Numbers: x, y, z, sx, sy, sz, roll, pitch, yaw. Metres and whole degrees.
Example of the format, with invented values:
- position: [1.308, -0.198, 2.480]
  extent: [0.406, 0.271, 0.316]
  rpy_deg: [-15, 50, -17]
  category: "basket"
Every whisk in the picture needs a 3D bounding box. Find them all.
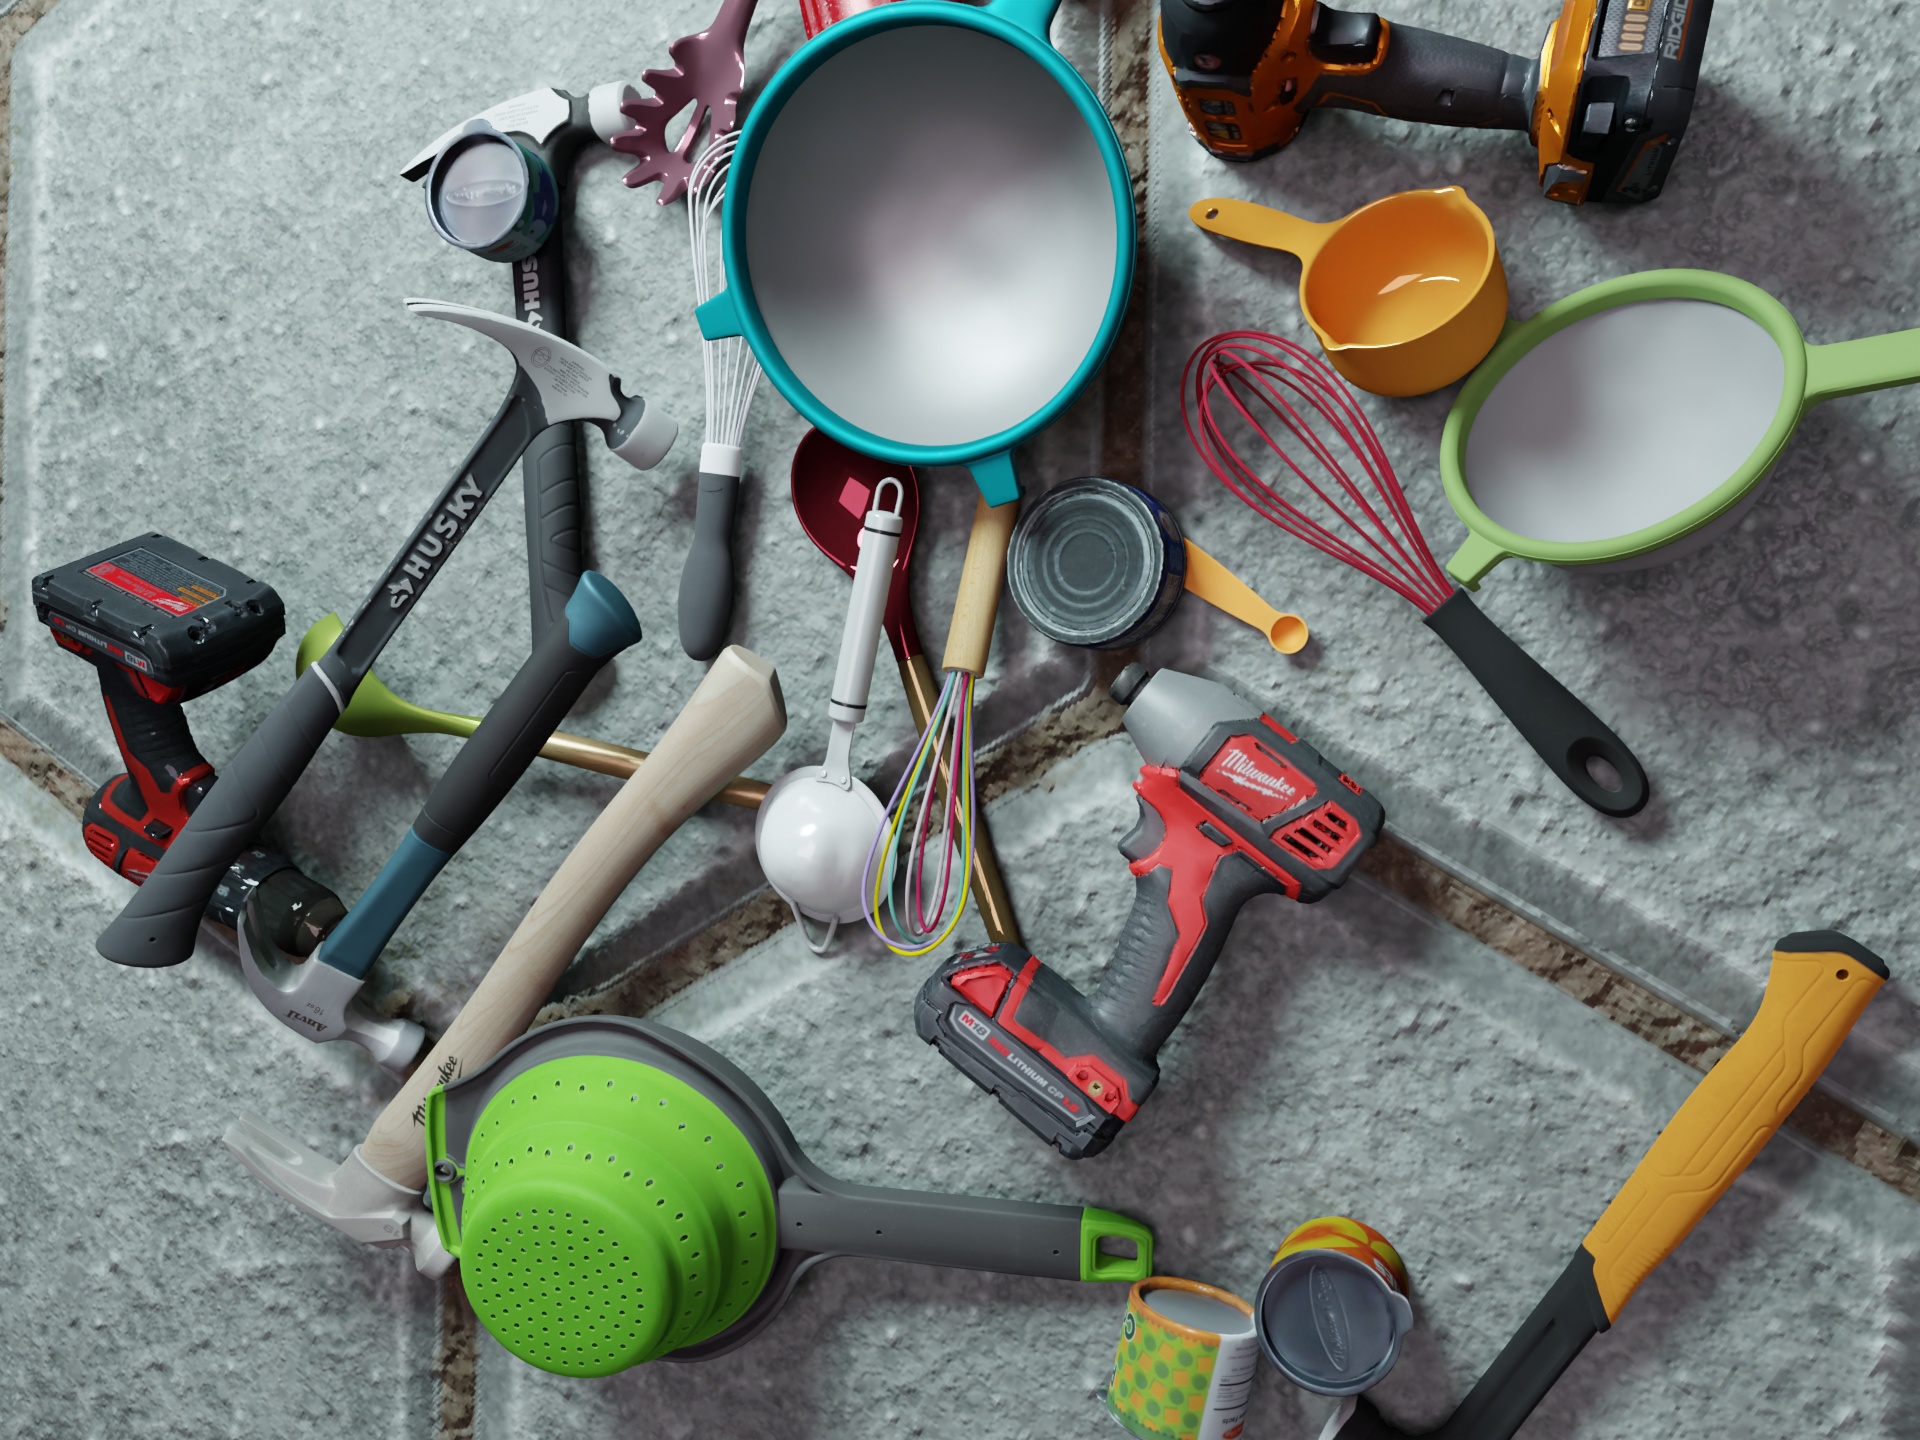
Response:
- position: [0.001, -0.002, 0.797]
  extent: [0.047, 0.051, 0.245]
  rpy_deg: [-9, 66, 60]
  category: "whisk"
- position: [0.211, -0.069, 0.739]
  extent: [0.073, 0.073, 0.296]
  rpy_deg: [-43, 83, 14]
  category: "whisk"
- position: [-0.126, -0.173, 0.858]
  extent: [0.070, 0.070, 0.284]
  rpy_deg: [10, 97, 19]
  category: "whisk"

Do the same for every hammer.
- position: [0.305, 0.241, 0.712]
  extent: [0.127, 0.034, 0.337]
  rpy_deg: [35, 100, 17]
  category: "hammer"
- position: [-0.241, -0.186, 0.906]
  extent: [0.146, 0.035, 0.335]
  rpy_deg: [-4, 88, 18]
  category: "hammer"
- position: [-0.277, 0.054, 0.865]
  extent: [0.128, 0.033, 0.331]
  rpy_deg: [33, 109, -23]
  category: "hammer"
- position: [-0.236, 0.122, 0.863]
  extent: [0.146, 0.038, 0.410]
  rpy_deg: [35, 103, -11]
  category: "hammer"
- position: [-0.325, -0.035, 0.836]
  extent: [0.409, 0.149, 0.036]
  rpy_deg: [-53, 35, 4]
  category: "hammer"

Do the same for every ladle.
- position: [-0.017, -0.008, 0.831]
  extent: [0.069, 0.031, 0.315]
  rpy_deg: [-20, 85, 16]
  category: "ladle"
- position: [-0.231, 0.003, 0.896]
  extent: [0.320, 0.078, 0.062]
  rpy_deg: [13, 55, 11]
  category: "ladle"

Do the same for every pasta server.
- position: [-0.097, -0.418, 0.825]
  extent: [0.060, 0.040, 0.316]
  rpy_deg: [30, 114, -1]
  category: "pasta server"

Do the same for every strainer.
- position: [0.335, -0.123, 0.663]
  extent: [0.256, 0.069, 0.152]
  rpy_deg: [-7, 57, 36]
  category: "strainer"
- position: [-0.062, 0.002, 0.820]
  extent: [0.087, 0.050, 0.258]
  rpy_deg: [15, 100, 22]
  category: "strainer"
- position: [0.022, -0.289, 0.761]
  extent: [0.211, 0.095, 0.340]
  rpy_deg: [32, 114, 10]
  category: "strainer"

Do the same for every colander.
- position: [-0.105, 0.266, 0.797]
  extent: [0.397, 0.094, 0.204]
  rpy_deg: [2, 106, 11]
  category: "colander"

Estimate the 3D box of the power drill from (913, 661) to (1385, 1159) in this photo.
- position: [0.082, 0.085, 0.762]
  extent: [0.143, 0.078, 0.219]
  rpy_deg: [39, 96, 6]
  category: "power drill"

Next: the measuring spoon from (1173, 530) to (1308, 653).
- position: [0.125, -0.070, 0.793]
  extent: [0.117, 0.011, 0.021]
  rpy_deg: [38, 105, 19]
  category: "measuring spoon"

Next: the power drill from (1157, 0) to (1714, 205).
- position: [0.197, -0.290, 0.689]
  extent: [0.226, 0.164, 0.084]
  rpy_deg: [12, 93, 17]
  category: "power drill"

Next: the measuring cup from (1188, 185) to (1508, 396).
- position: [0.180, -0.211, 0.758]
  extent: [0.095, 0.052, 0.174]
  rpy_deg: [-52, 48, -3]
  category: "measuring cup"

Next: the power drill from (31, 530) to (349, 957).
- position: [-0.432, 0.026, 0.912]
  extent: [0.188, 0.080, 0.226]
  rpy_deg: [24, 125, 19]
  category: "power drill"
